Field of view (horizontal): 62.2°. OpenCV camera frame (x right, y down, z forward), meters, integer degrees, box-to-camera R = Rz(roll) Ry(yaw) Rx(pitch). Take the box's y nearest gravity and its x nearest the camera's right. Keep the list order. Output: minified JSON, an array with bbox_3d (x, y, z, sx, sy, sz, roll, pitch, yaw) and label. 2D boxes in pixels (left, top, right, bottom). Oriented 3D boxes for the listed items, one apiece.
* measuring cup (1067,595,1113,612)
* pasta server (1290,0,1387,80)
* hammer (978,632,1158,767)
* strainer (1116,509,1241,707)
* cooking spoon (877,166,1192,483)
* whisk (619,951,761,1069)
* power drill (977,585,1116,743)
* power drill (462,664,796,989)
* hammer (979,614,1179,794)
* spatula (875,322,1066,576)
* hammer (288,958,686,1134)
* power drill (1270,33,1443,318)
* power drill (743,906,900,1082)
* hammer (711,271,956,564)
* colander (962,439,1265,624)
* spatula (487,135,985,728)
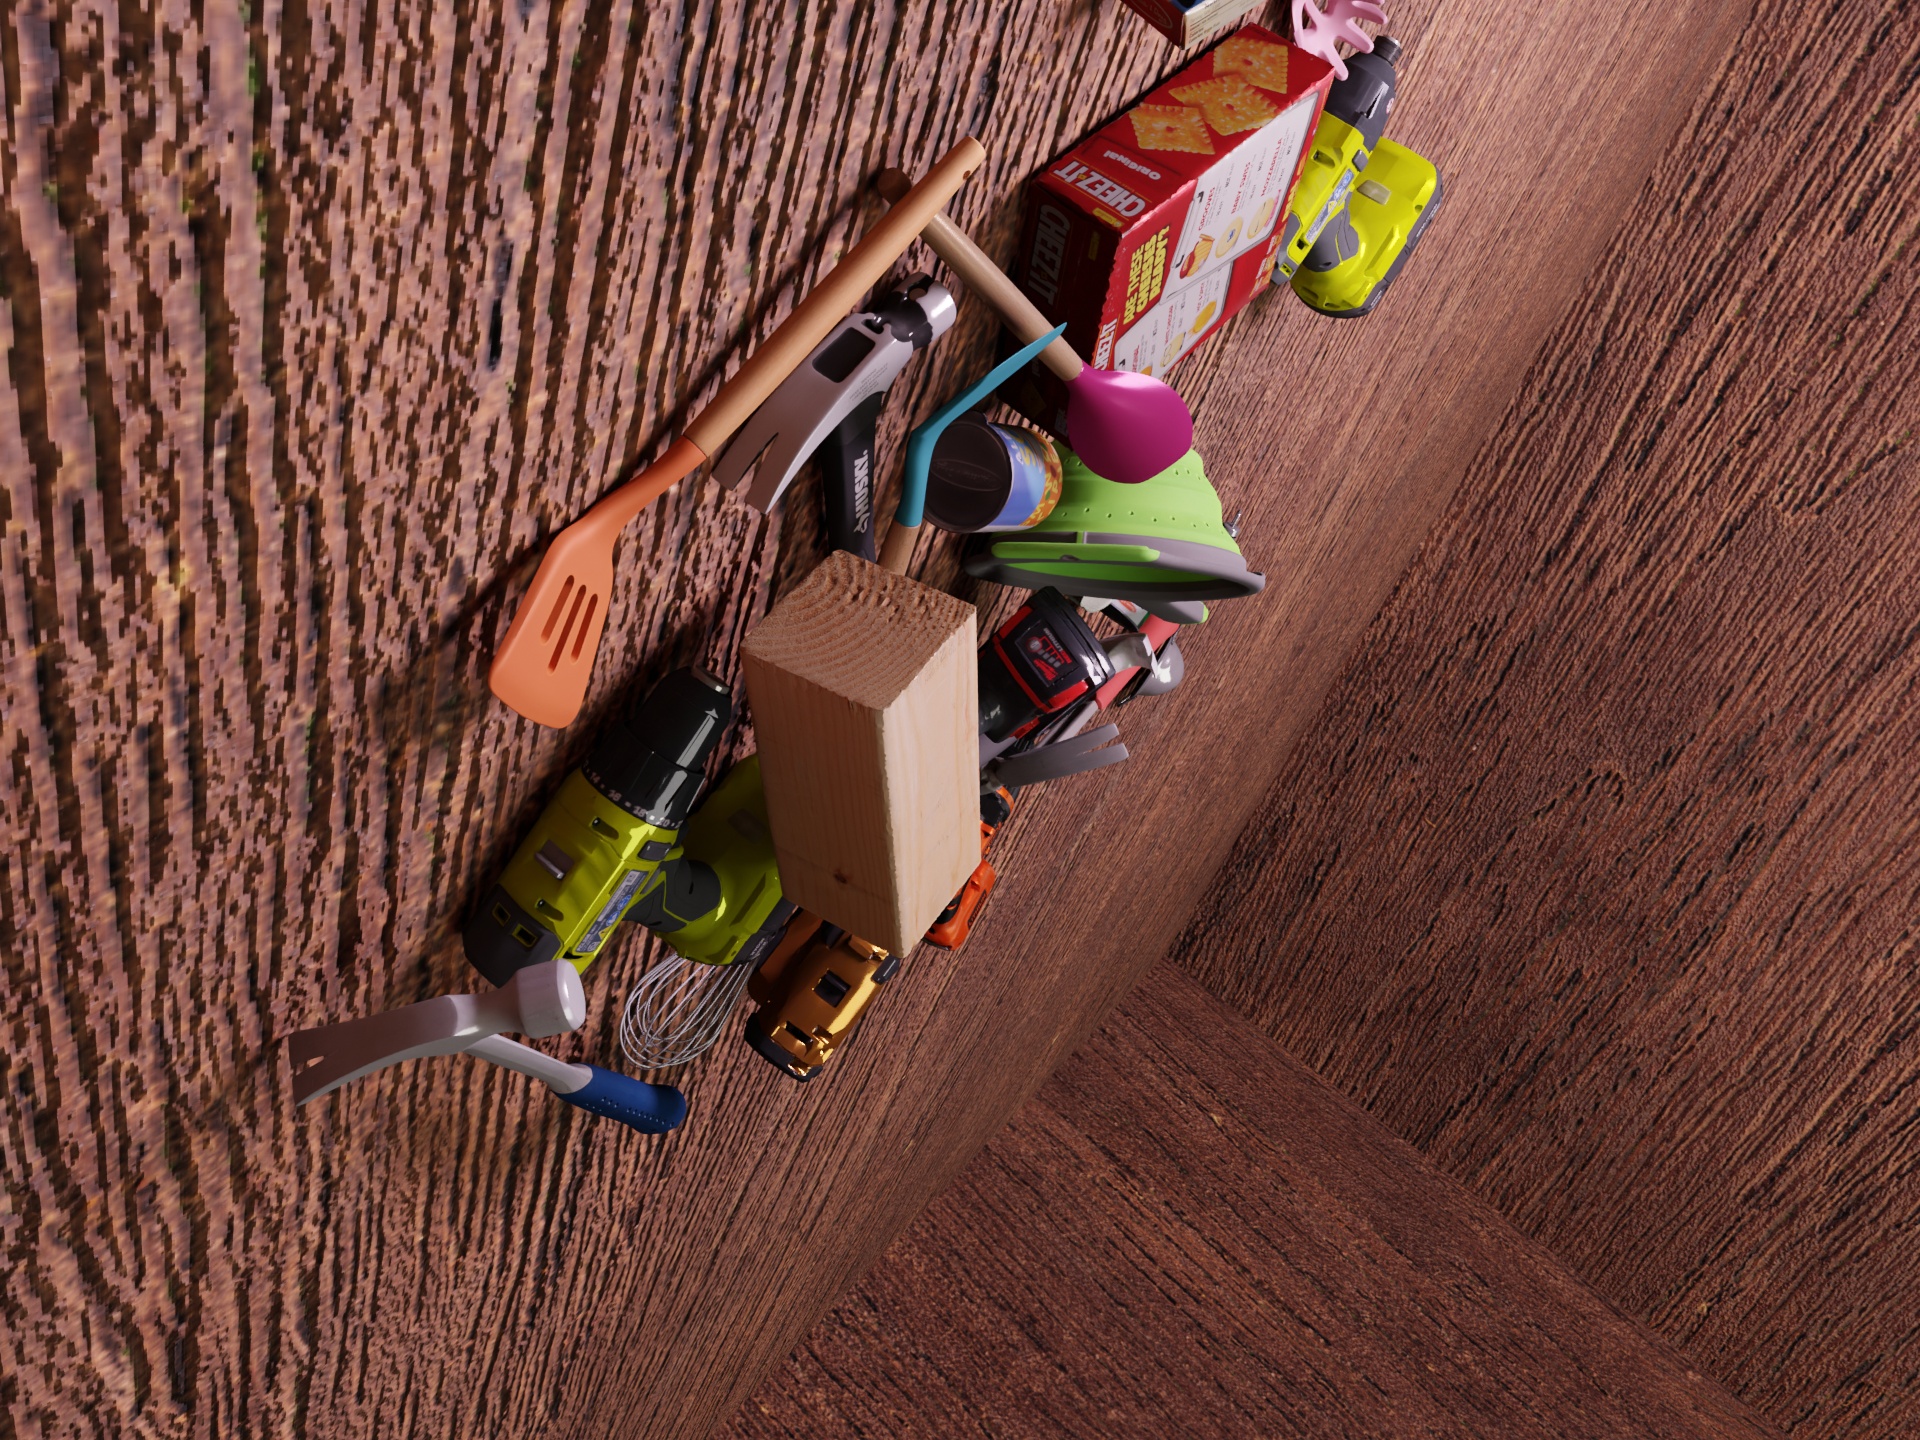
[{"bbox_3d":[0.104,-0.152,1.239,0.083,0.038,0.167,-45,152,-19],"label":"measuring cup"},{"bbox_3d":[0.184,-0.432,0.874,0.060,0.040,0.316,-46,165,15],"label":"pasta server"},{"bbox_3d":[0.046,0.000,1.277,0.128,0.033,0.331,-9,-163,44],"label":"hammer"},{"bbox_3d":[0.240,-0.109,1.680,0.258,0.050,0.087,-66,175,27],"label":"strainer"},{"bbox_3d":[0.047,-0.198,0.843,0.069,0.017,0.318,-33,149,18],"label":"cooking spoon"},{"bbox_3d":[-0.132,0.129,1.108,0.284,0.070,0.070,-49,163,-16],"label":"whisk"},{"bbox_3d":[-0.002,-0.003,1.061,0.227,0.080,0.188,-33,175,-33],"label":"power drill"},{"bbox_3d":[-0.156,0.065,0.897,0.190,0.080,0.228,-55,161,5],"label":"power drill"},{"bbox_3d":[0.137,-0.033,1.428,0.149,0.036,0.359,-17,-165,32],"label":"hammer"},{"bbox_3d":[-0.028,-0.084,0.873,0.082,0.044,0.317,-44,163,-47],"label":"spatula"},{"bbox_3d":[-0.233,0.204,0.910,0.144,0.035,0.405,-14,160,0],"label":"hammer"},{"bbox_3d":[0.281,-0.388,1.163,0.171,0.080,0.223,-58,160,15],"label":"power drill"},{"bbox_3d":[-0.079,0.156,1.135,0.185,0.084,0.226,-53,-177,-7],"label":"power drill"},{"bbox_3d":[-0.065,-0.091,0.898,0.146,0.035,0.334,-47,163,-23],"label":"hammer"},{"bbox_3d":[0.133,-0.135,1.159,0.397,0.204,0.094,9,85,-71],"label":"colander"},{"bbox_3d":[-0.094,-0.133,0.700,0.322,0.041,0.081,-48,163,-4],"label":"spatula"}]
